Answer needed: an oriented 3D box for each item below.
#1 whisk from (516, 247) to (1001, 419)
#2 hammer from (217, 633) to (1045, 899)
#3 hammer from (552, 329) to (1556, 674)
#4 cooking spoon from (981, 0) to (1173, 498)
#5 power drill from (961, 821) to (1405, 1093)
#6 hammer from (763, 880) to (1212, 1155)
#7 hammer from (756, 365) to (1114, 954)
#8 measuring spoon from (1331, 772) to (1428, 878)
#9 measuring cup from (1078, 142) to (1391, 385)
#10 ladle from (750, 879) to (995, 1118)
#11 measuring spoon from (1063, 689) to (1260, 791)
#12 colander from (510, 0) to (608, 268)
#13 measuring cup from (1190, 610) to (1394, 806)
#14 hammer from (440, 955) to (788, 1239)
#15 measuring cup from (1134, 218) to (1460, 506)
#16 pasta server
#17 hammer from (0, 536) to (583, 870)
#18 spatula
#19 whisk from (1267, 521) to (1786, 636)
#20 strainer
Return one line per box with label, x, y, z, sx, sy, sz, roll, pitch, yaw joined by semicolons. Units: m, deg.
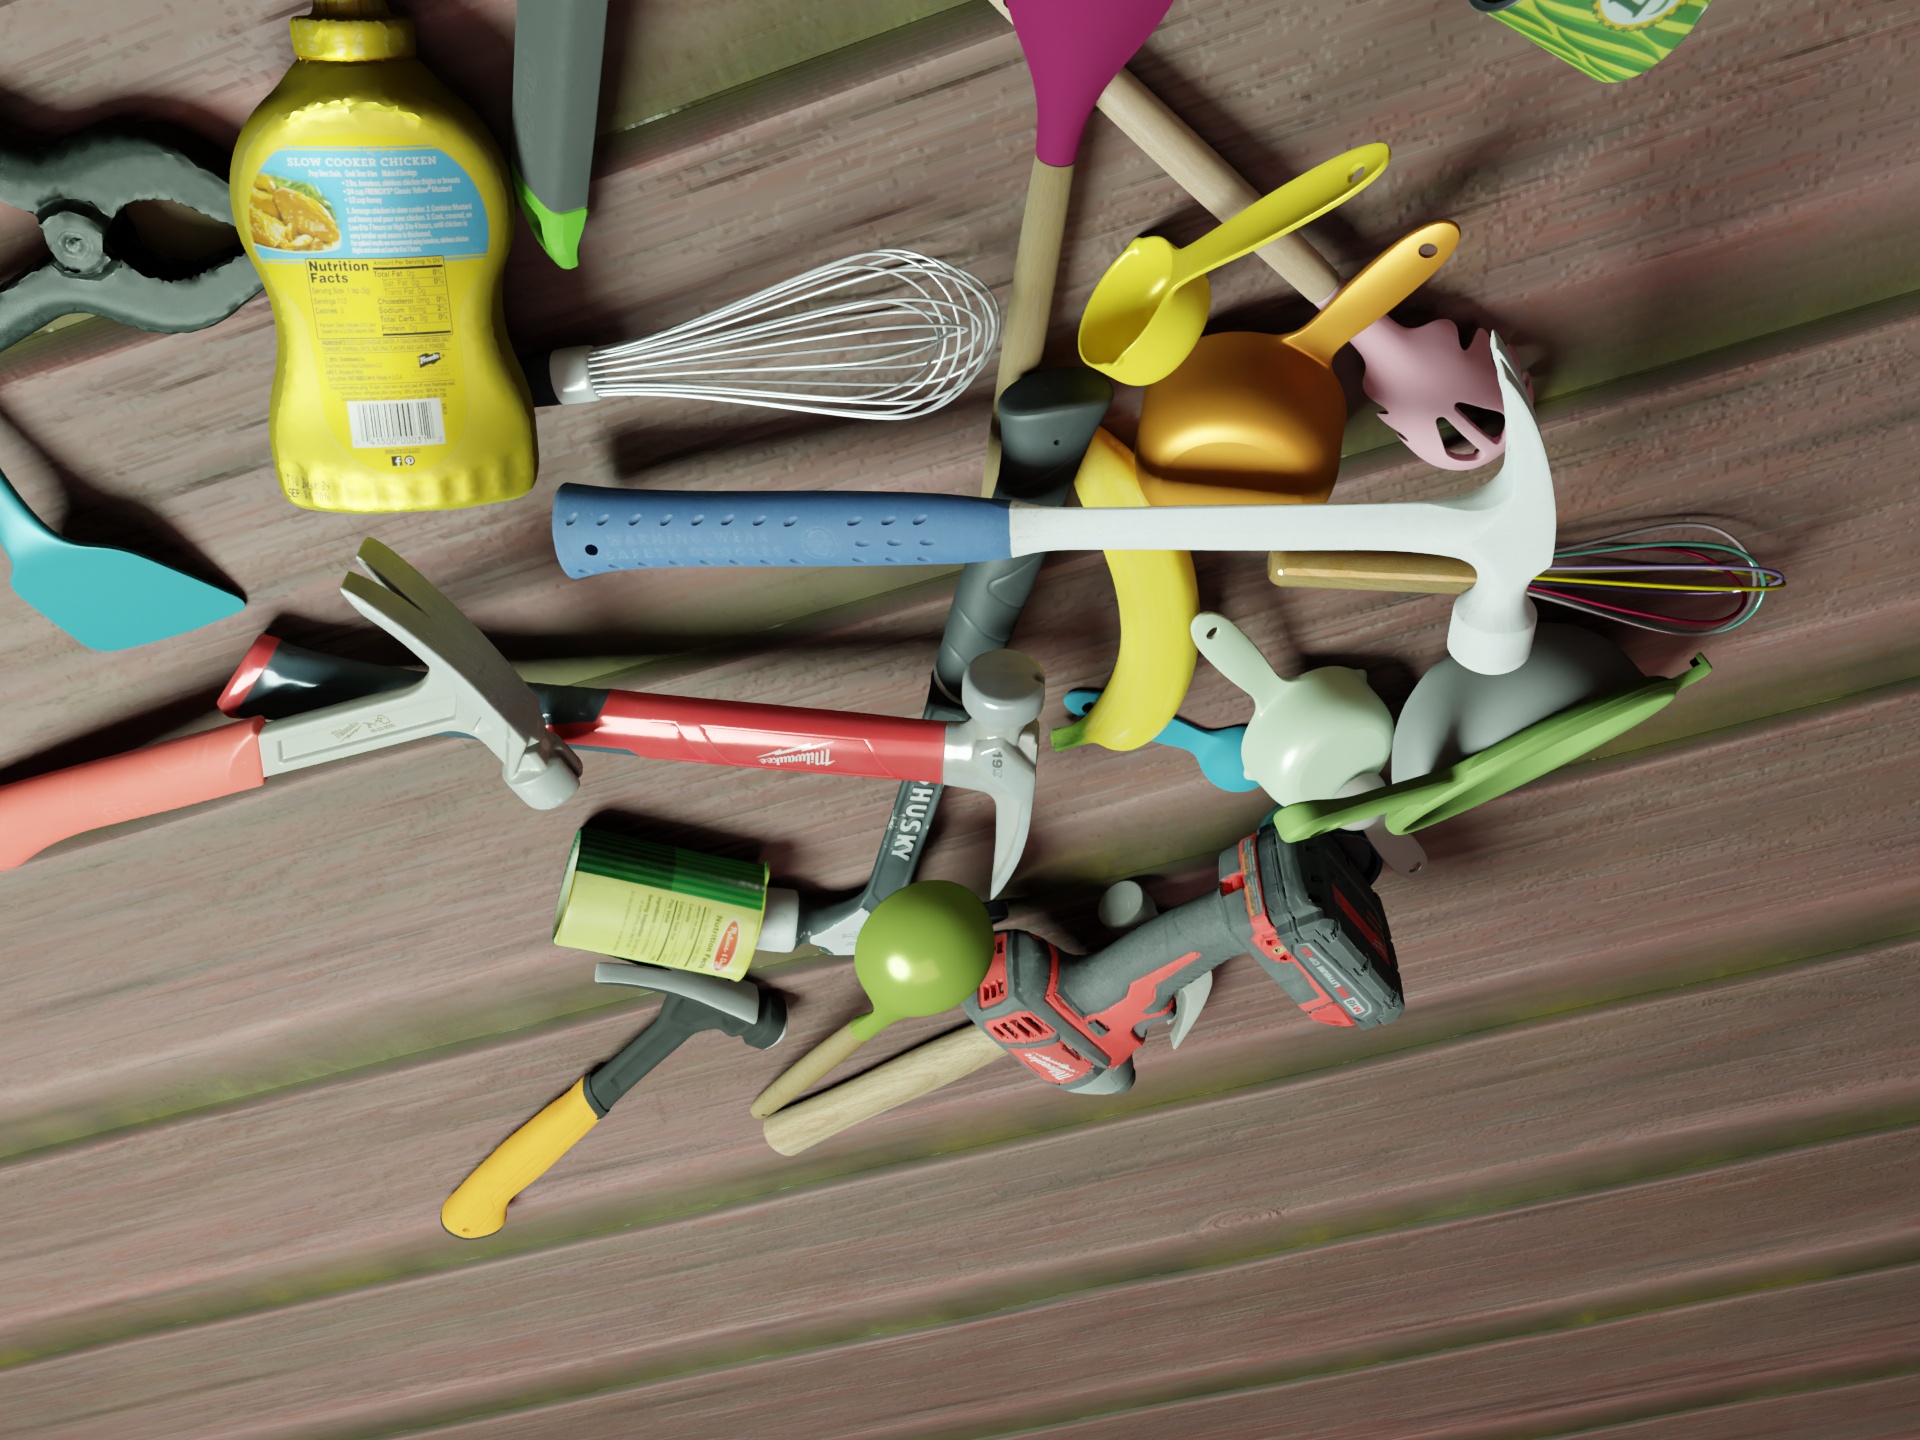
whisk;-0.124;-0.145;0.645;0.284;0.070;0.070;-5;135;8
hammer;-0.156;0.012;0.763;0.386;0.038;0.143;5;135;2
hammer;0.032;-0.083;0.648;0.405;0.035;0.143;1;133;8
cooking spoon;0.033;-0.193;0.612;0.069;0.017;0.318;11;139;1
power drill;0.124;0.146;0.888;0.219;0.079;0.143;-25;130;24
hammer;0.011;0.208;1.014;0.331;0.031;0.129;-30;129;23
hammer;-0.001;-0.003;0.788;0.149;0.036;0.408;7;137;-13
measuring spoon;0.230;0.064;0.848;0.034;0.018;0.124;-42;138;8
measuring cup;0.105;-0.171;0.600;0.029;0.062;0.156;25;154;-31
ladle;-0.070;0.179;0.945;0.078;0.062;0.320;4;152;-26
measuring spoon;0.111;0.012;0.835;0.128;0.021;0.042;18;131;-20
colander;-0.079;-0.294;0.470;0.094;0.205;0.396;-25;161;-28
measuring cup;0.161;-0.005;0.783;0.083;0.038;0.167;-43;138;10
hammer;-0.256;0.253;1.033;0.127;0.034;0.336;27;127;-28
measuring cup;0.137;-0.131;0.640;0.095;0.052;0.173;26;147;-17
pasta server;0.127;-0.193;0.636;0.316;0.040;0.060;33;124;-26
hammer;-0.361;0.016;0.743;0.359;0.037;0.149;-12;136;22
spatula;-0.422;-0.141;0.644;0.082;0.044;0.317;-15;129;11
whisk;0.269;-0.069;0.760;0.245;0.047;0.051;2;135;-1
strainer;0.226;0.003;0.755;0.256;0.069;0.151;-11;160;-38
